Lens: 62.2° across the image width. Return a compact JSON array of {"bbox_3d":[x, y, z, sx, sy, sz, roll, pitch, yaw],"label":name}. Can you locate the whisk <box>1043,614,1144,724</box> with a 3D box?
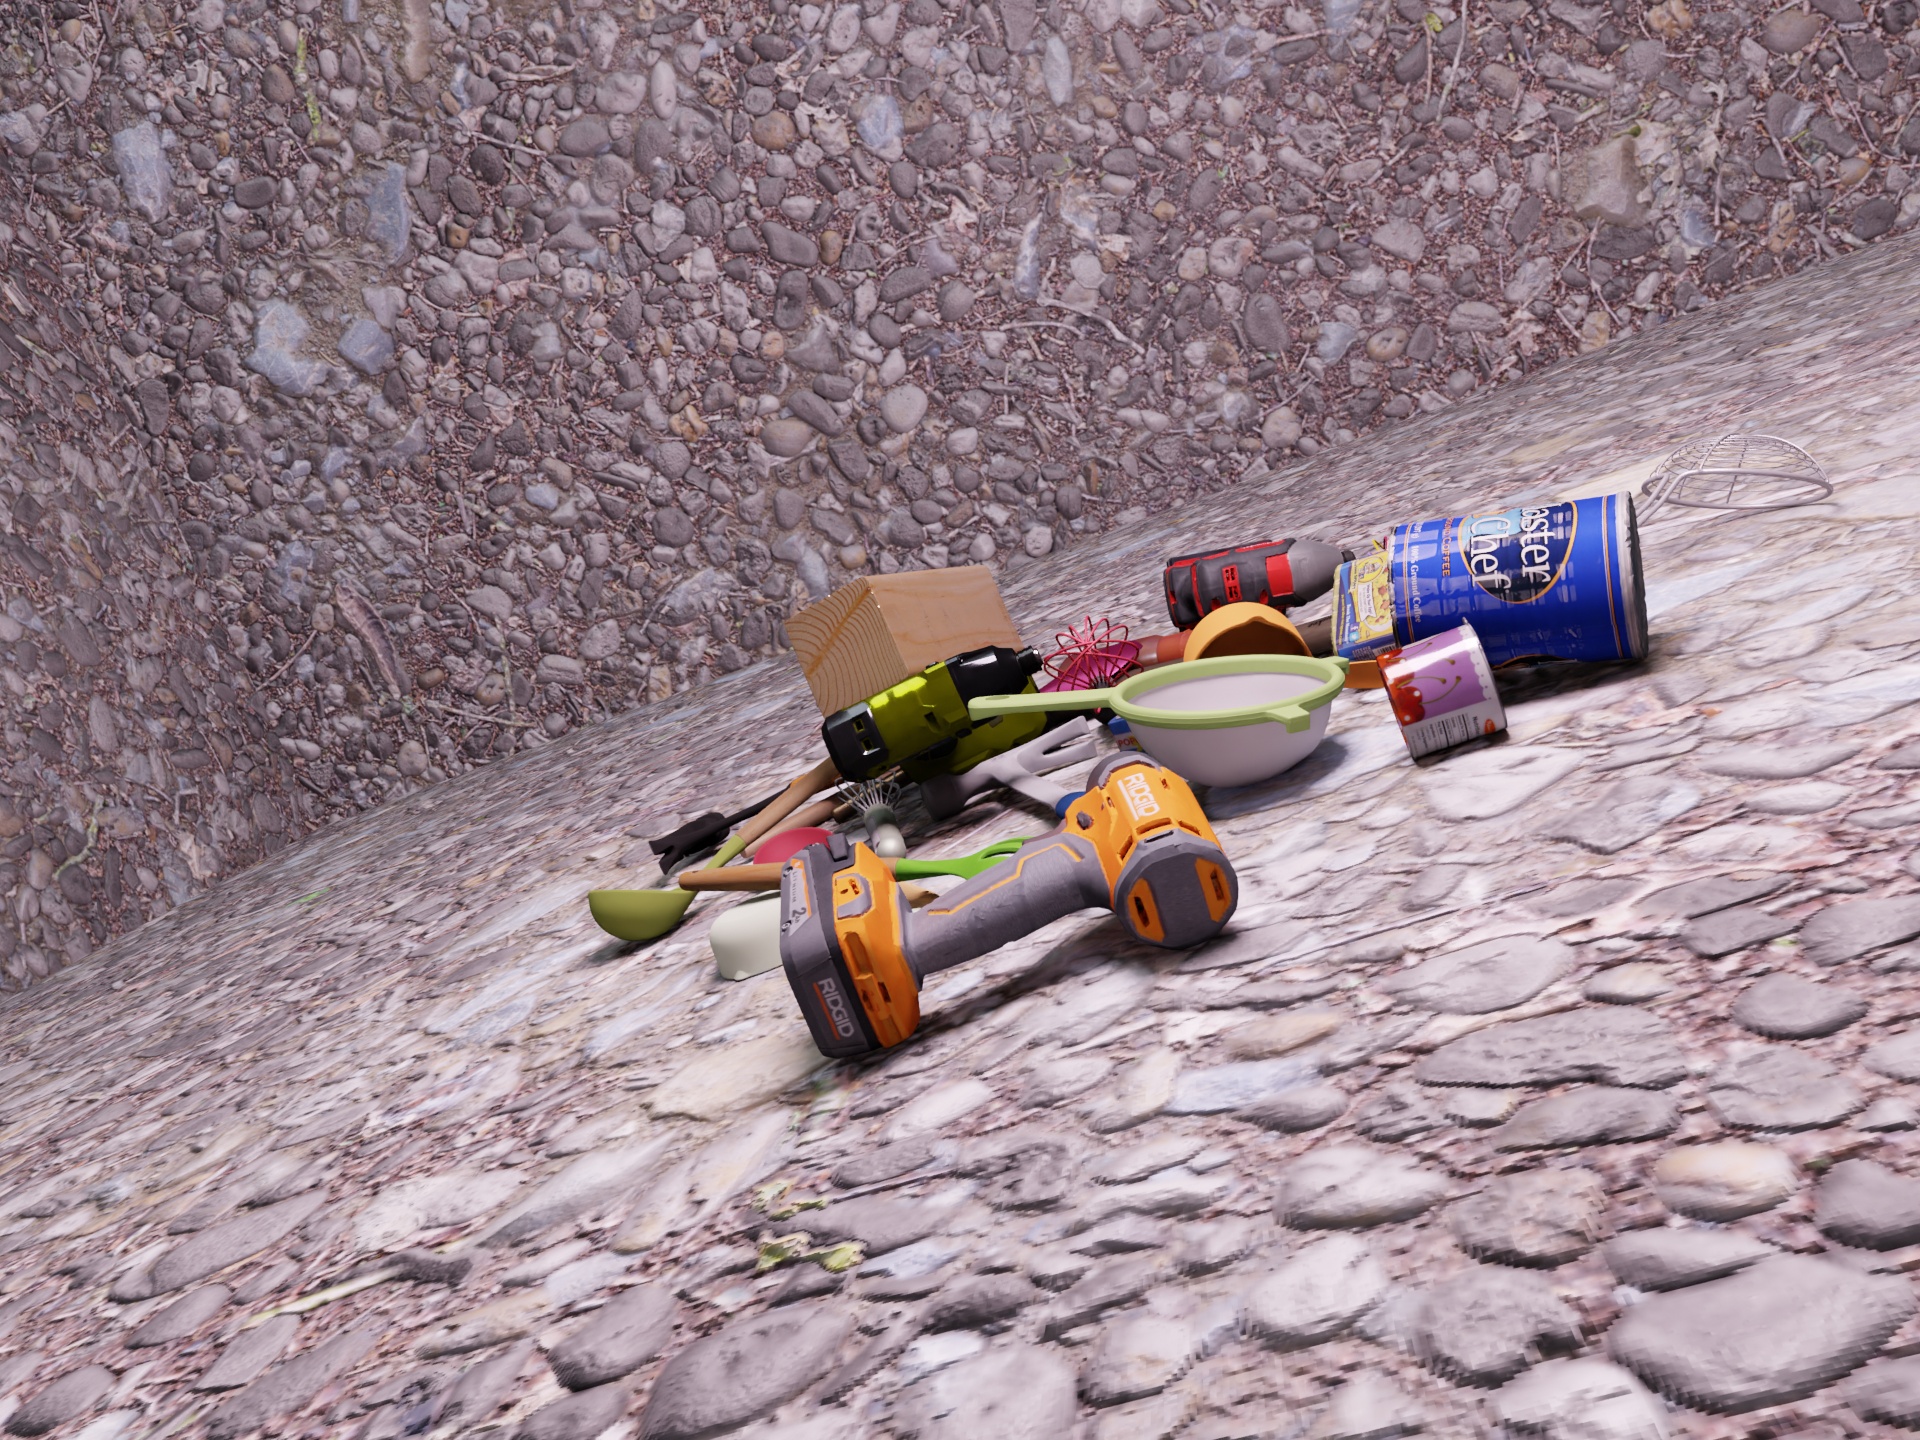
[{"bbox_3d":[0.111,-0.028,1.250,0.073,0.073,0.295,-21,-10,5],"label":"whisk"}]

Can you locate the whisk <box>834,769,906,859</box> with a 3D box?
[{"bbox_3d":[-0.067,0.076,1.281,0.059,0.058,0.246,8,10,-9],"label":"whisk"}]

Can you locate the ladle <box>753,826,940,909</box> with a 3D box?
[{"bbox_3d":[-0.080,0.113,1.156,0.069,0.031,0.315,-30,13,-21],"label":"ladle"}]

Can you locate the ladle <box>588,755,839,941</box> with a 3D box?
[{"bbox_3d":[-0.169,0.074,1.315,0.320,0.062,0.078,-40,13,-29],"label":"ladle"}]

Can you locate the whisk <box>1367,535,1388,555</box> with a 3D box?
[{"bbox_3d":[0.375,-0.141,1.406,0.051,0.047,0.245,-16,1,19],"label":"whisk"}]

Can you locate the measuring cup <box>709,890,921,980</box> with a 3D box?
[{"bbox_3d":[-0.097,0.130,1.051,0.167,0.038,0.083,-18,10,33],"label":"measuring cup"}]

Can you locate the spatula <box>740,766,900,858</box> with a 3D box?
[{"bbox_3d":[-0.077,0.057,1.488,0.316,0.018,0.060,-27,10,-35],"label":"spatula"}]

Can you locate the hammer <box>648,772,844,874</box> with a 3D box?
[{"bbox_3d":[-0.124,0.052,1.441,0.337,0.034,0.127,-25,2,17],"label":"hammer"}]

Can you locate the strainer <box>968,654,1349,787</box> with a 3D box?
[{"bbox_3d":[0.127,0.009,1.053,0.256,0.069,0.151,-3,15,24],"label":"strainer"}]

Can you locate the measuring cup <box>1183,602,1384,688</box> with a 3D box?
[{"bbox_3d":[0.244,-0.041,1.131,0.173,0.095,0.052,-2,26,-3],"label":"measuring cup"}]

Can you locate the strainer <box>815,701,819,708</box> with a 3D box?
[{"bbox_3d":[-0.085,-0.005,1.494,0.050,0.087,0.258,25,1,20],"label":"strainer"}]

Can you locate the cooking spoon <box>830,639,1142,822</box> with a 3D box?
[{"bbox_3d":[0.024,0.007,1.429,0.319,0.017,0.069,-30,18,-5],"label":"cooking spoon"}]

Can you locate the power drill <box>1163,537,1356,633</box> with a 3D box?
[{"bbox_3d":[0.269,-0.128,1.462,0.143,0.078,0.219,-11,2,-3],"label":"power drill"}]

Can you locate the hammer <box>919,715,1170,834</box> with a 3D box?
[{"bbox_3d":[0.079,0.054,1.101,0.144,0.035,0.405,-23,9,-10],"label":"hammer"}]

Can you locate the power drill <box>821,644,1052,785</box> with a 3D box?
[{"bbox_3d":[-0.002,-0.004,1.270,0.171,0.080,0.223,-26,-8,8],"label":"power drill"}]

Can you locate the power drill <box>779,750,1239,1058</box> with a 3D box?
[{"bbox_3d":[0.022,0.084,0.852,0.226,0.084,0.164,-19,23,2],"label":"power drill"}]

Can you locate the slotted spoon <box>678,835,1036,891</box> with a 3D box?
[{"bbox_3d":[-0.061,0.098,1.032,0.314,0.031,0.070,-6,12,31],"label":"slotted spoon"}]

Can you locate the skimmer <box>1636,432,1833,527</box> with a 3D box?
[{"bbox_3d":[0.473,-0.101,1.121,0.363,0.090,0.127,-37,17,-22],"label":"skimmer"}]

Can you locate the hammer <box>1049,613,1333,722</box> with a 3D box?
[{"bbox_3d":[0.232,-0.051,1.357,0.410,0.038,0.146,-15,12,35],"label":"hammer"}]
